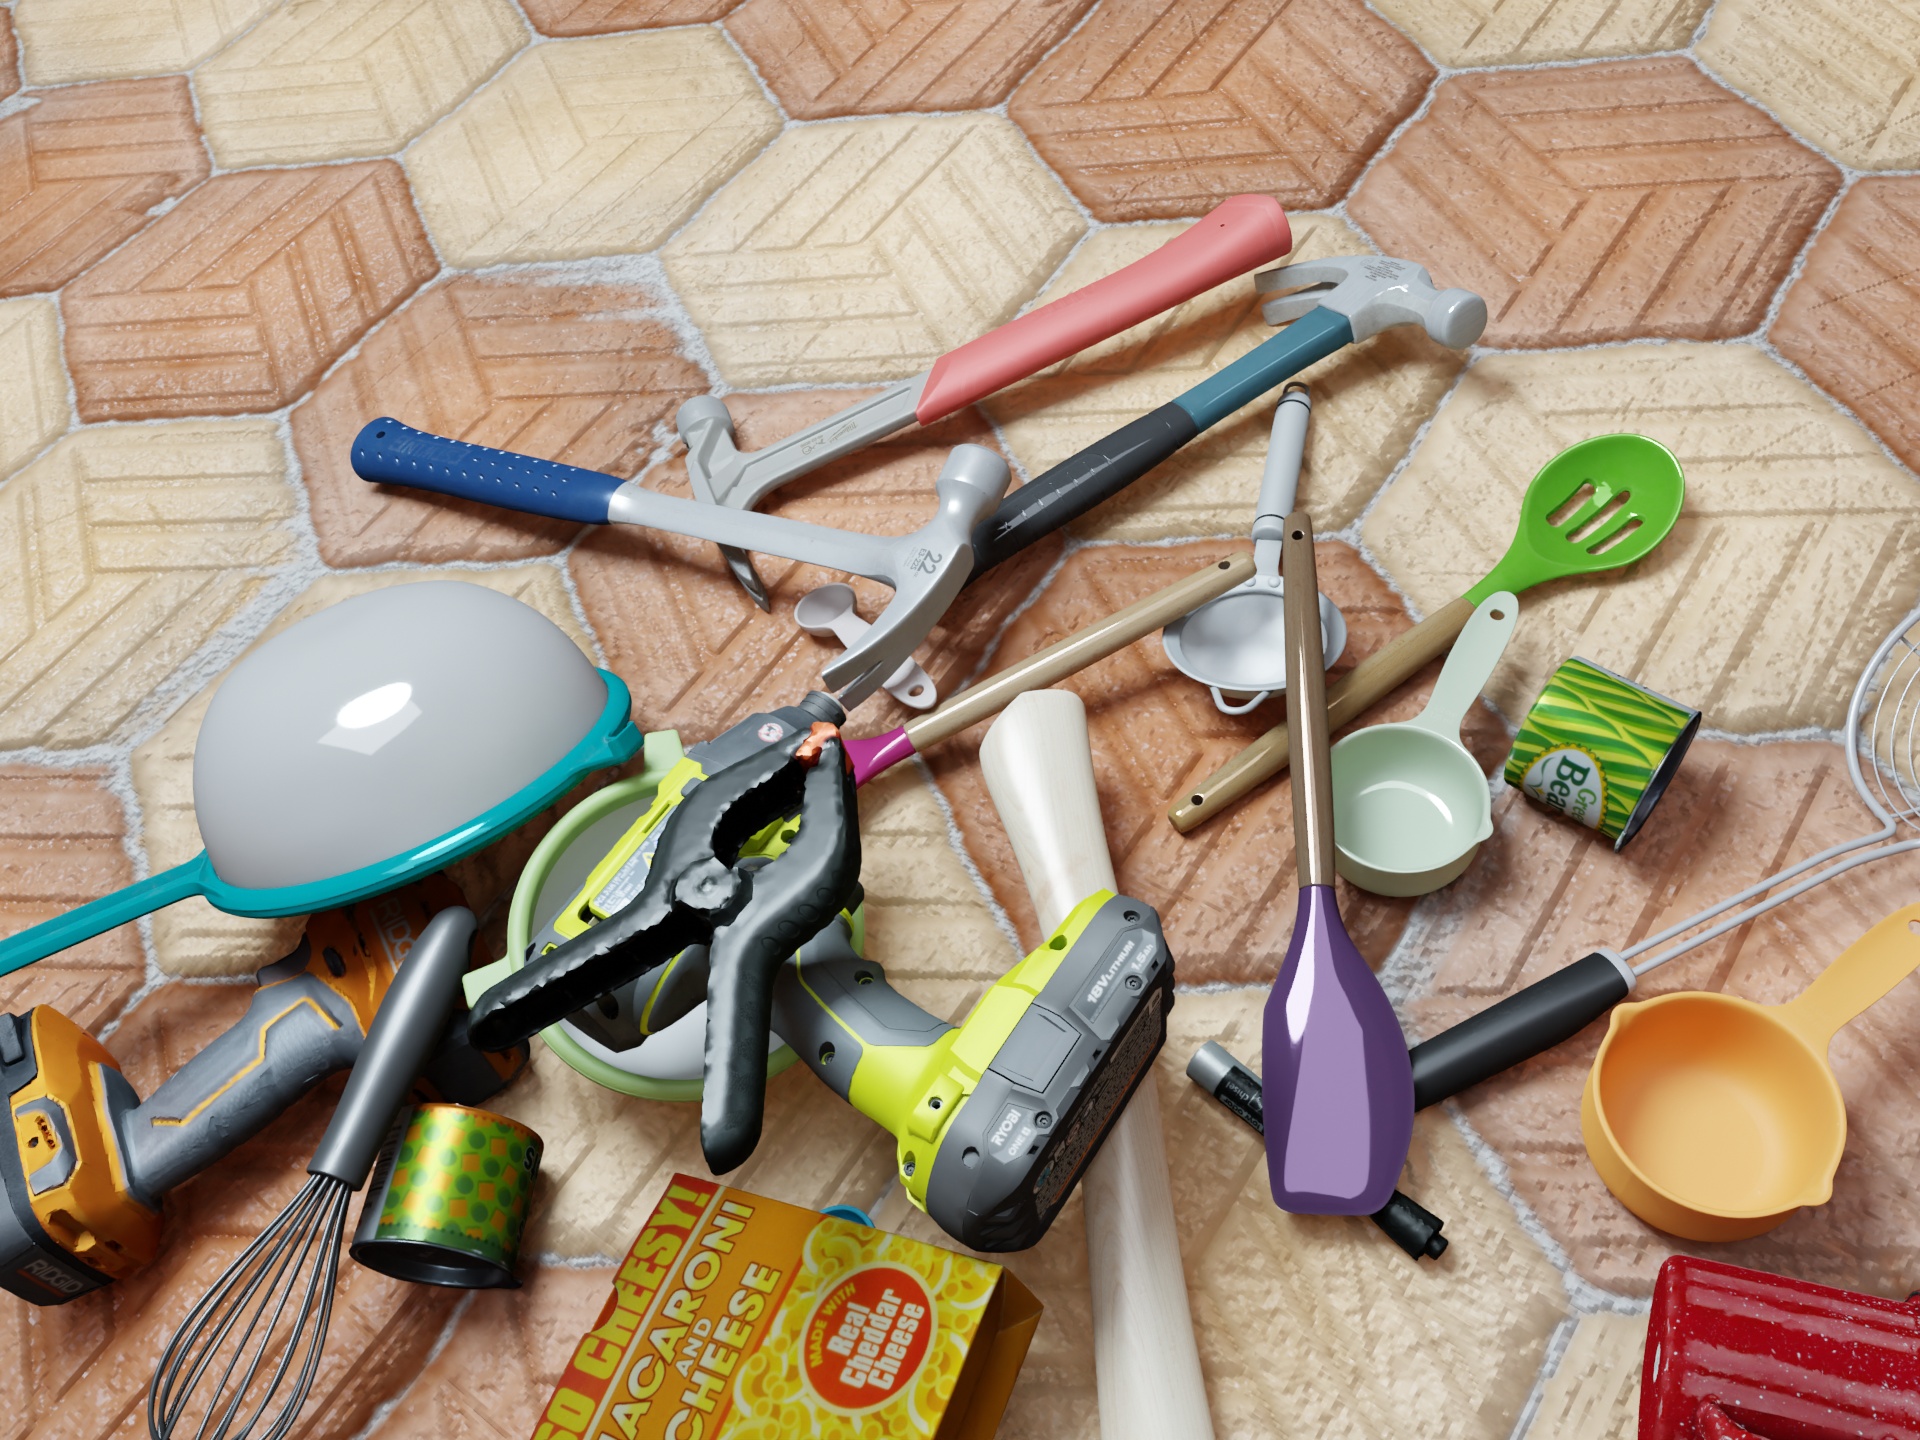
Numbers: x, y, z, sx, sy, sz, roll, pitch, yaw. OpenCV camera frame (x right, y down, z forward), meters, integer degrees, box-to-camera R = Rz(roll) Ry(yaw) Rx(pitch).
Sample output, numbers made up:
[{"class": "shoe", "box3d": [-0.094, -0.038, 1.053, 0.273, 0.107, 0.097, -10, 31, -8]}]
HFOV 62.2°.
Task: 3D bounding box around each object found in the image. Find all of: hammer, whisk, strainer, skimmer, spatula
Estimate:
[{"class": "hammer", "box3d": [0.019, -0.192, 0.881, 0.359, 0.036, 0.149, -25, 55, 1]}, {"class": "whisk", "box3d": [-0.246, 0.177, 0.620, 0.055, 0.055, 0.239, 8, 57, 15]}, {"class": "hammer", "box3d": [-0.177, -0.111, 0.852, 0.406, 0.035, 0.144, 15, 67, 28]}, {"class": "strainer", "box3d": [-0.073, 0.126, 0.698, 0.256, 0.069, 0.151, 29, 63, 7]}, {"class": "strainer", "box3d": [-0.323, 0.020, 0.720, 0.340, 0.095, 0.211, -25, 25, -15]}, {"class": "skimmer", "box3d": [0.314, 0.052, 0.652, 0.363, 0.090, 0.127, -26, 24, -5]}, {"class": "strainer", "box3d": [0.158, -0.087, 0.805, 0.087, 0.050, 0.259, 5, 52, 16]}, {"class": "spatula", "box3d": [0.154, 0.048, 0.682, 0.060, 0.018, 0.316, -3, 65, 11]}, {"class": "hammer", "box3d": [0.072, 0.168, 0.627, 0.146, 0.038, 0.411, -9, 61, 3]}, {"class": "hammer", "box3d": [0.108, -0.153, 0.846, 0.331, 0.033, 0.128, -32, 38, -7]}]

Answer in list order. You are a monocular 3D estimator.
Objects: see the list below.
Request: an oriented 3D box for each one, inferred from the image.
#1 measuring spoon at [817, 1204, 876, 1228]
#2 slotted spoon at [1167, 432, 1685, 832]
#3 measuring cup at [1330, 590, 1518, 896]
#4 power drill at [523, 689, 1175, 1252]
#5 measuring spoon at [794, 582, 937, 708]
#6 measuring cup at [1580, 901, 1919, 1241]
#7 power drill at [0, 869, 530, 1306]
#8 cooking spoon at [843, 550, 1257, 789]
[{"class": "measuring spoon", "box3d": [-0.081, 0.248, 0.638, 0.128, 0.021, 0.042, -41, 41, -7]}, {"class": "slotted spoon", "box3d": [0.225, -0.040, 0.769, 0.314, 0.031, 0.070, -35, 60, -11]}, {"class": "measuring cup", "box3d": [0.219, 0.009, 0.730, 0.083, 0.038, 0.168, 23, 62, 23]}, {"class": "power drill", "box3d": [-0.036, 0.087, 0.623, 0.223, 0.080, 0.171, 27, 63, 23]}, {"class": "measuring spoon", "box3d": [-0.045, -0.033, 0.804, 0.034, 0.018, 0.124, -35, 44, -12]}, {"class": "measuring cup", "box3d": [0.319, 0.132, 0.621, 0.173, 0.052, 0.095, -33, 57, -15]}, {"class": "power drill", "box3d": [-0.326, 0.138, 0.717, 0.226, 0.084, 0.164, -27, 56, -13]}, {"class": "cooking spoon", "box3d": [-0.001, -0.002, 0.765, 0.319, 0.017, 0.069, -28, 45, 2]}]
